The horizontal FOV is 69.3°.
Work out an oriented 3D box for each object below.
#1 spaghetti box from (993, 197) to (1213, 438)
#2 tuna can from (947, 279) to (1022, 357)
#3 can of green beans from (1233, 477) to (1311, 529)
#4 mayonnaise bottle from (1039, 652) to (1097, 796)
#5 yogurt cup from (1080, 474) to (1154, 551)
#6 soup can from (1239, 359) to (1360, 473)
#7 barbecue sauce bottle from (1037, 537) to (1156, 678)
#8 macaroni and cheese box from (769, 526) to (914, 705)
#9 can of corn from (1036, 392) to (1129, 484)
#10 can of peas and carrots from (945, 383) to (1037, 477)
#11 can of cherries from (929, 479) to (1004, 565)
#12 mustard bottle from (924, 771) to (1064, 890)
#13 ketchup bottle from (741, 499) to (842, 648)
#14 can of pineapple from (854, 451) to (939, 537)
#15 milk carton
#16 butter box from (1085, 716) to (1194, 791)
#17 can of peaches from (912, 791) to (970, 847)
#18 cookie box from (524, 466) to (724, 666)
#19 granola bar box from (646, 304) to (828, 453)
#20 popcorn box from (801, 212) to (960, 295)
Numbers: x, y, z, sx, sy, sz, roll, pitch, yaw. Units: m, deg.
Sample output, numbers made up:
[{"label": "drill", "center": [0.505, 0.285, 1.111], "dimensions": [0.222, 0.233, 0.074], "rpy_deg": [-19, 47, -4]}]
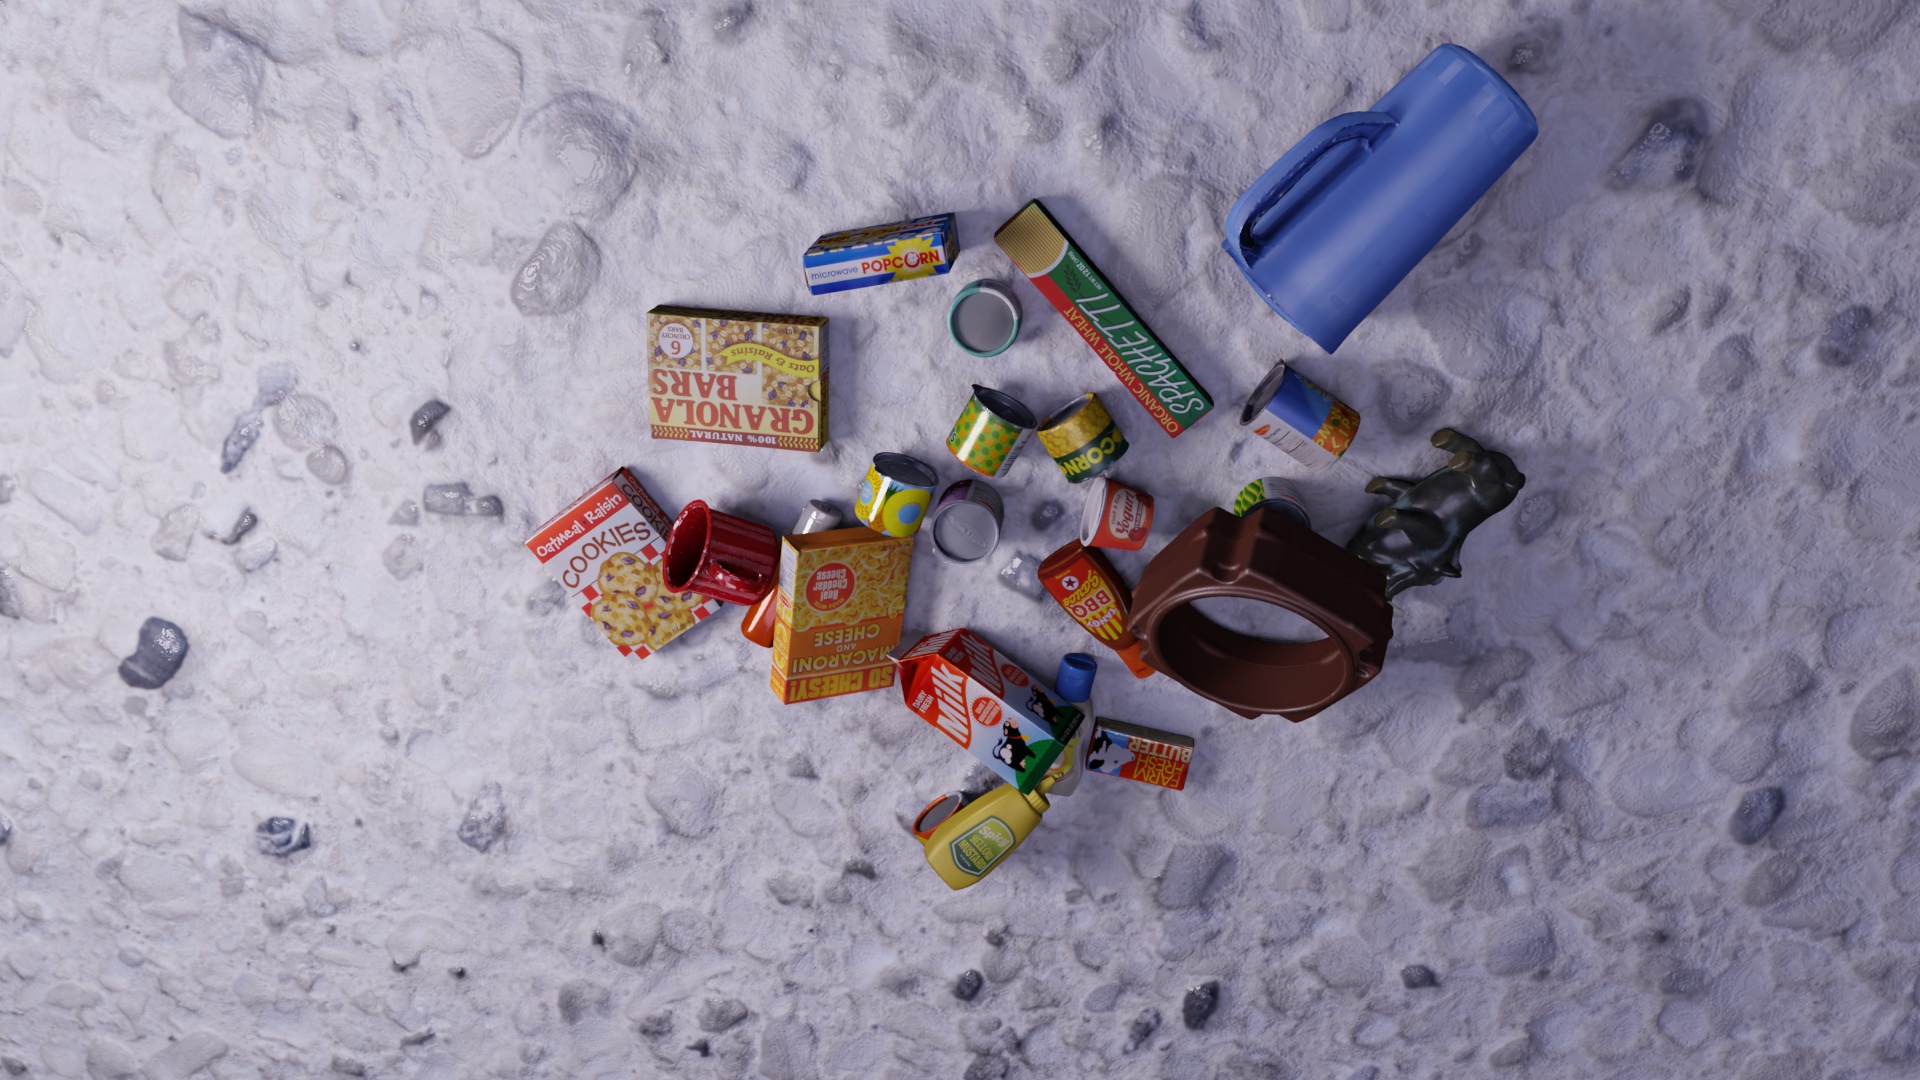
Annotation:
[{"label": "spaghetti box", "center": [0.131, -0.196, 1.245], "dimensions": [0.050, 0.029, 0.250], "rpy_deg": [-39, 102, 21]}, {"label": "tuna can", "center": [0.020, -0.199, 1.256], "dimensions": [0.071, 0.033, 0.070], "rpy_deg": [2, 112, 6]}, {"label": "can of green beans", "center": [0.287, -0.019, 1.282], "dimensions": [0.071, 0.058, 0.071], "rpy_deg": [3, 113, 6]}, {"label": "mayonnaise bottle", "center": [0.103, 0.185, 1.399], "dimensions": [0.065, 0.041, 0.147], "rpy_deg": [15, 114, 5]}, {"label": "yogurt cup", "center": [0.147, -0.022, 1.297], "dimensions": [0.054, 0.073, 0.072], "rpy_deg": [14, 114, -7]}, {"label": "soup can", "center": [0.304, -0.111, 1.239], "dimensions": [0.084, 0.071, 0.071], "rpy_deg": [32, 113, -7]}, {"label": "barbecue sauce bottle", "center": [0.142, 0.069, 1.345], "dimensions": [0.064, 0.044, 0.148], "rpy_deg": [-32, 106, 29]}, {"label": "macaroni and cheese box", "center": [-0.116, 0.070, 1.349], "dimensions": [0.124, 0.040, 0.165], "rpy_deg": [-6, 118, -30]}, {"label": "can of corn", "center": [0.111, -0.093, 1.267], "dimensions": [0.071, 0.071, 0.058], "rpy_deg": [-30, 105, 18]}, {"label": "can of peas and carrots", "center": [0.026, -0.101, 1.279], "dimensions": [0.071, 0.071, 0.058], "rpy_deg": [29, 114, -5]}, {"label": "can of cherries", "center": [0.005, -0.017, 1.320], "dimensions": [0.071, 0.058, 0.071], "rpy_deg": [2, 113, 6]}, {"label": "mustard bottle", "center": [0.039, 0.281, 1.389], "dimensions": [0.160, 0.049, 0.065], "rpy_deg": [-40, 103, 3]}, {"label": "ketchup bottle", "center": [-0.165, 0.031, 1.361], "dimensions": [0.043, 0.065, 0.148], "rpy_deg": [27, 105, -4]}, {"label": "can of pineapple", "center": [-0.062, -0.043, 1.312], "dimensions": [0.071, 0.071, 0.057], "rpy_deg": [22, 114, -2]}, {"label": "milk carton", "center": [0.018, 0.154, 1.359], "dimensions": [0.191, 0.072, 0.073], "rpy_deg": [36, 117, 8]}, {"label": "butter box", "center": [0.182, 0.217, 1.411], "dimensions": [0.103, 0.024, 0.053], "rpy_deg": [12, 113, 2]}, {"label": "can of peaches", "center": [-0.010, 0.305, 1.448], "dimensions": [0.071, 0.071, 0.058], "rpy_deg": [-32, 104, 18]}, {"label": "cookie box", "center": [-0.333, 0.027, 1.392], "dimensions": [0.122, 0.040, 0.167], "rpy_deg": [-33, 106, 18]}, {"label": "granola bar box", "center": [-0.208, -0.151, 1.302], "dimensions": [0.166, 0.039, 0.123], "rpy_deg": [5, 113, 6]}, {"label": "popcorn box", "center": [-0.068, -0.252, 1.217], "dimensions": [0.127, 0.085, 0.038], "rpy_deg": [-7, 113, 10]}]
